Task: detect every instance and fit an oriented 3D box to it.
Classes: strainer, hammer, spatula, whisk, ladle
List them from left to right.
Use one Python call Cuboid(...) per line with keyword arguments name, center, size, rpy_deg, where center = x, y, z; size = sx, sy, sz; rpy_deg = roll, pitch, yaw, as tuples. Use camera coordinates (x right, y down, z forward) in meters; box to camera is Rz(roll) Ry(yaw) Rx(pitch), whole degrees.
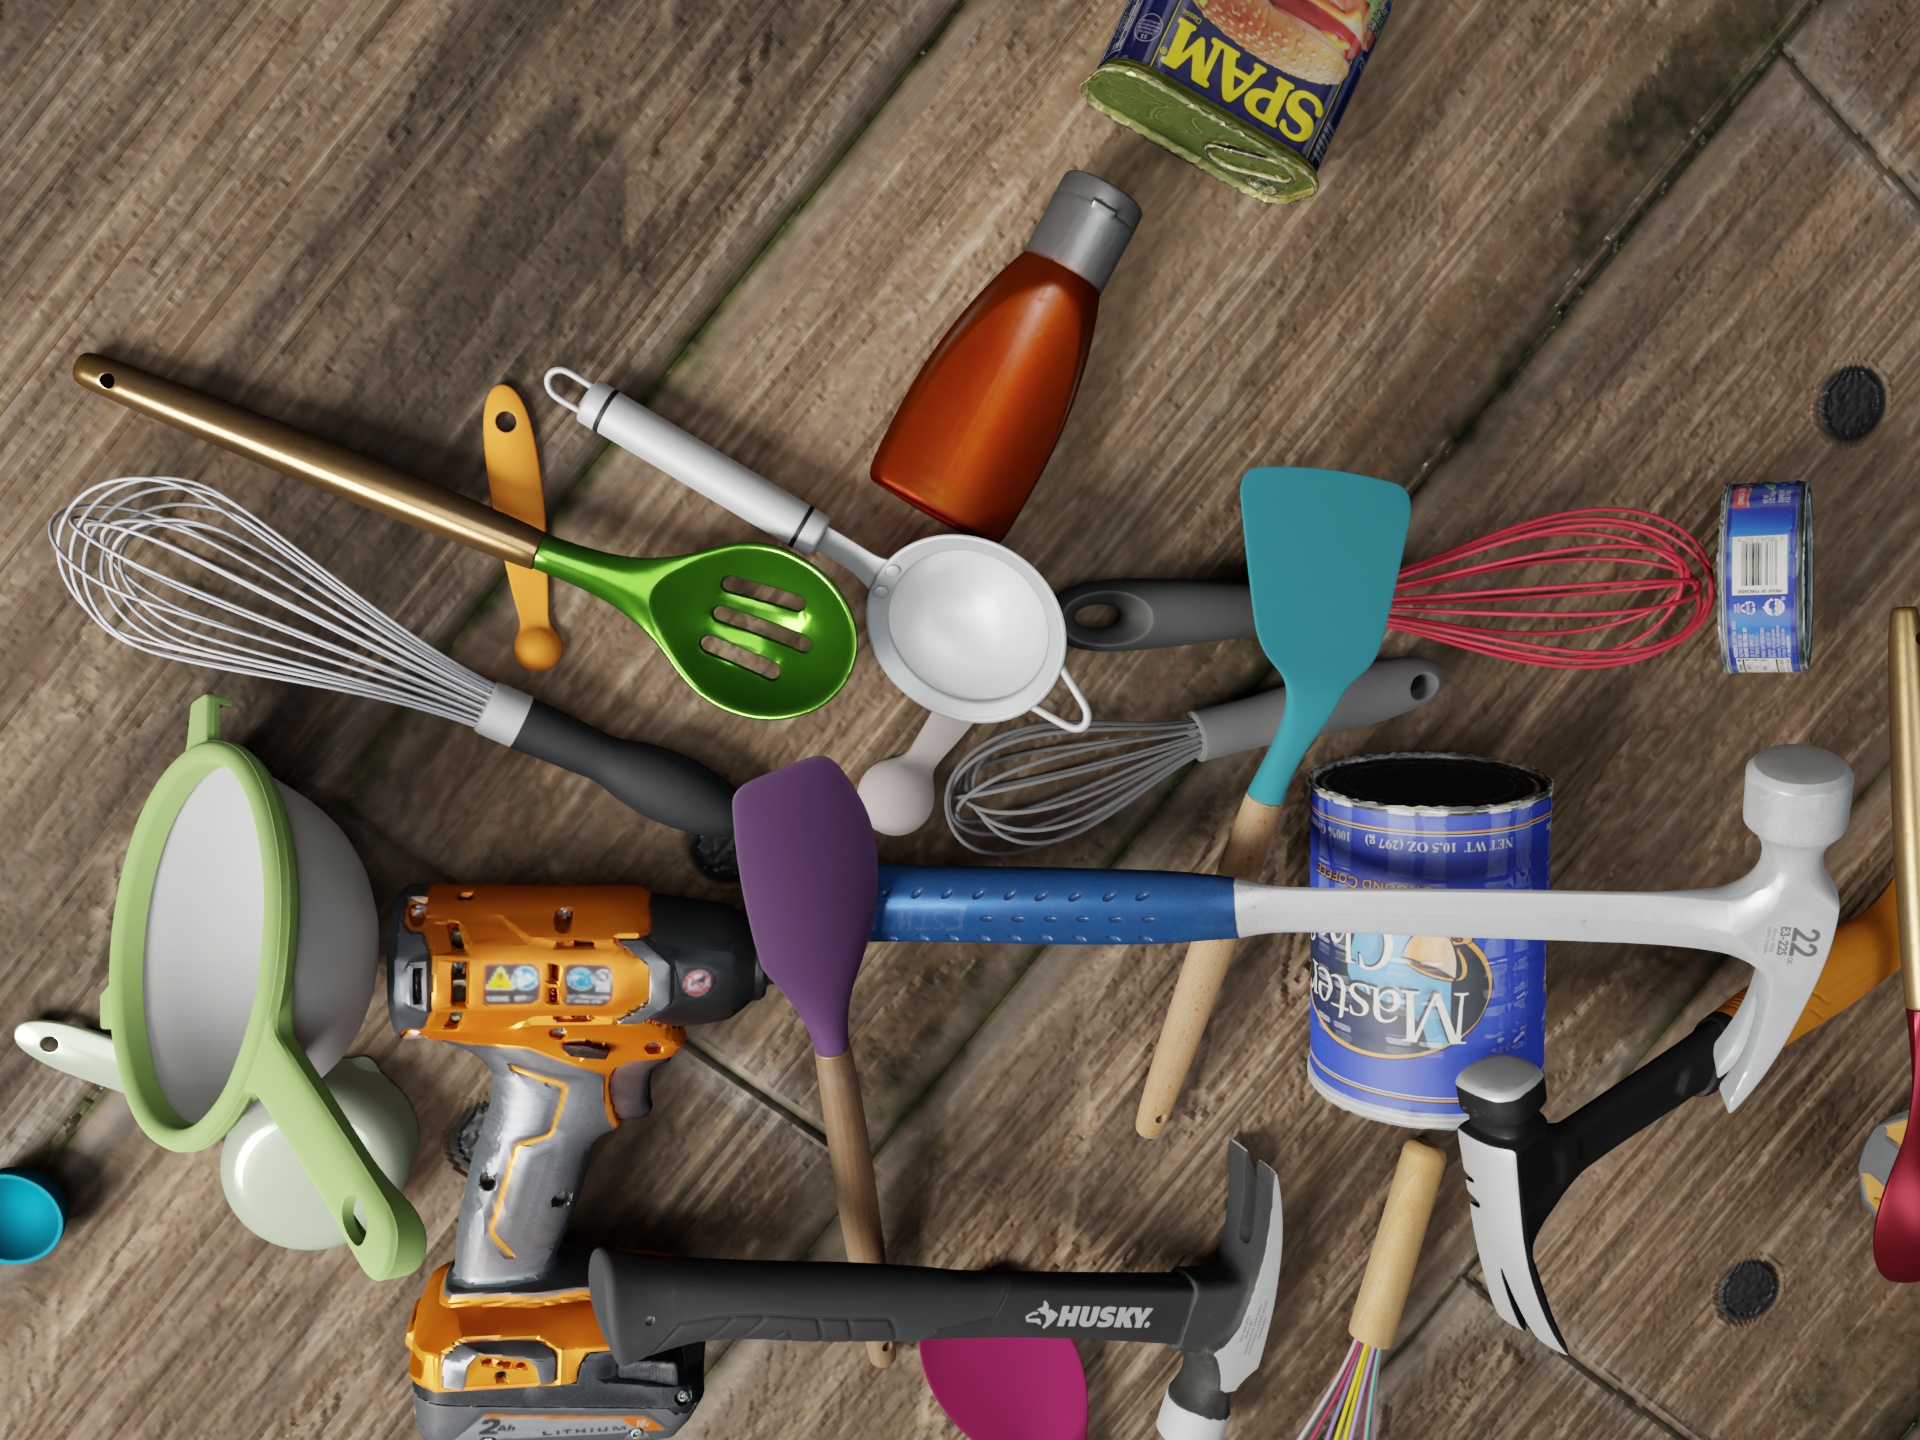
Cuboid(name="strainer", center=(-0.231, 0.108, 0.575), size=(0.069, 0.257, 0.151), rpy_deg=(9, 110, -47))
Cuboid(name="whisk", center=(-0.211, -0.017, 0.630), size=(0.284, 0.070, 0.070), rpy_deg=(26, 95, -19))
Cuboid(name="strainer", center=(-0.053, -0.075, 0.651), size=(0.258, 0.050, 0.086), rpy_deg=(30, 125, -8))
Cuboid(name="spatula", center=(-0.049, 0.157, 0.671), size=(0.060, 0.018, 0.315), rpy_deg=(-21, 120, -28))
Cuboid(name="hammer", center=(0.003, 0.245, 0.681), size=(0.334, 0.035, 0.146), rpy_deg=(13, 96, -30))
Cuboid(name="whisk", center=(0.106, 0.010, 0.696), size=(0.239, 0.055, 0.055), rpy_deg=(-14, 103, -12))
Cuboid(name="spatula", center=(0.120, 0.049, 0.685), size=(0.082, 0.044, 0.317), rpy_deg=(2, 118, -24))
Cuboid(name="hammer", center=(0.121, 0.080, 0.631), size=(0.405, 0.035, 0.144), rpy_deg=(-1, 117, 15))
Cuboid(name="whisk", center=(0.194, 0.321, 0.779), size=(0.047, 0.051, 0.245), rpy_deg=(13, 95, -34))
Cuboid(name="whisk", center=(0.184, -0.053, 0.695), size=(0.296, 0.073, 0.073), rpy_deg=(-3, 102, -3))
Cuboid(name="hammer", center=(0.354, 0.148, 0.717), size=(0.337, 0.034, 0.127), rpy_deg=(-22, 108, -27))
Cuboid(name="ladle", center=(0.440, 0.105, 0.728), size=(0.069, 0.031, 0.315), rpy_deg=(-5, 92, -28))

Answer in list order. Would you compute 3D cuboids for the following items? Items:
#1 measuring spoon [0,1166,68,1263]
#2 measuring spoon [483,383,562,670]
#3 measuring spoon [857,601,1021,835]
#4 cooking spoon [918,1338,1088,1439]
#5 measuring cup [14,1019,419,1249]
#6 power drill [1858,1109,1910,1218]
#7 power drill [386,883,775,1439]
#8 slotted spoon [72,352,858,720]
Cuboid(name="measuring spoon", center=(-0.420, 0.225, 0.658), size=(0.128, 0.021, 0.042), rpy_deg=(-37, 106, 8))
Cuboid(name="measuring spoon", center=(-0.178, -0.077, 0.643), size=(0.021, 0.011, 0.117), rpy_deg=(-7, 102, -9))
Cuboid(name="measuring spoon", center=(-0.001, -0.002, 0.687), size=(0.034, 0.018, 0.124), rpy_deg=(35, 92, -15))
Cuboid(name="cooking spoon", center=(0.073, 0.395, 0.778), size=(0.069, 0.017, 0.318), rpy_deg=(-31, 104, -3))
Cuboid(name="measuring cup", center=(-0.307, 0.164, 0.651), size=(0.167, 0.038, 0.083), rpy_deg=(27, 95, -16))
Cuboid(name="power drill", center=(0.567, 0.162, 0.787), size=(0.185, 0.084, 0.226), rpy_deg=(9, 108, -20))
Cuboid(name="power drill", center=(-0.149, 0.177, 0.659), size=(0.164, 0.084, 0.226), rpy_deg=(1, 101, -11))
Cuboid(name="slotted spoon", center=(-0.189, -0.078, 0.624), size=(0.313, 0.031, 0.070), rpy_deg=(21, 98, -8))
